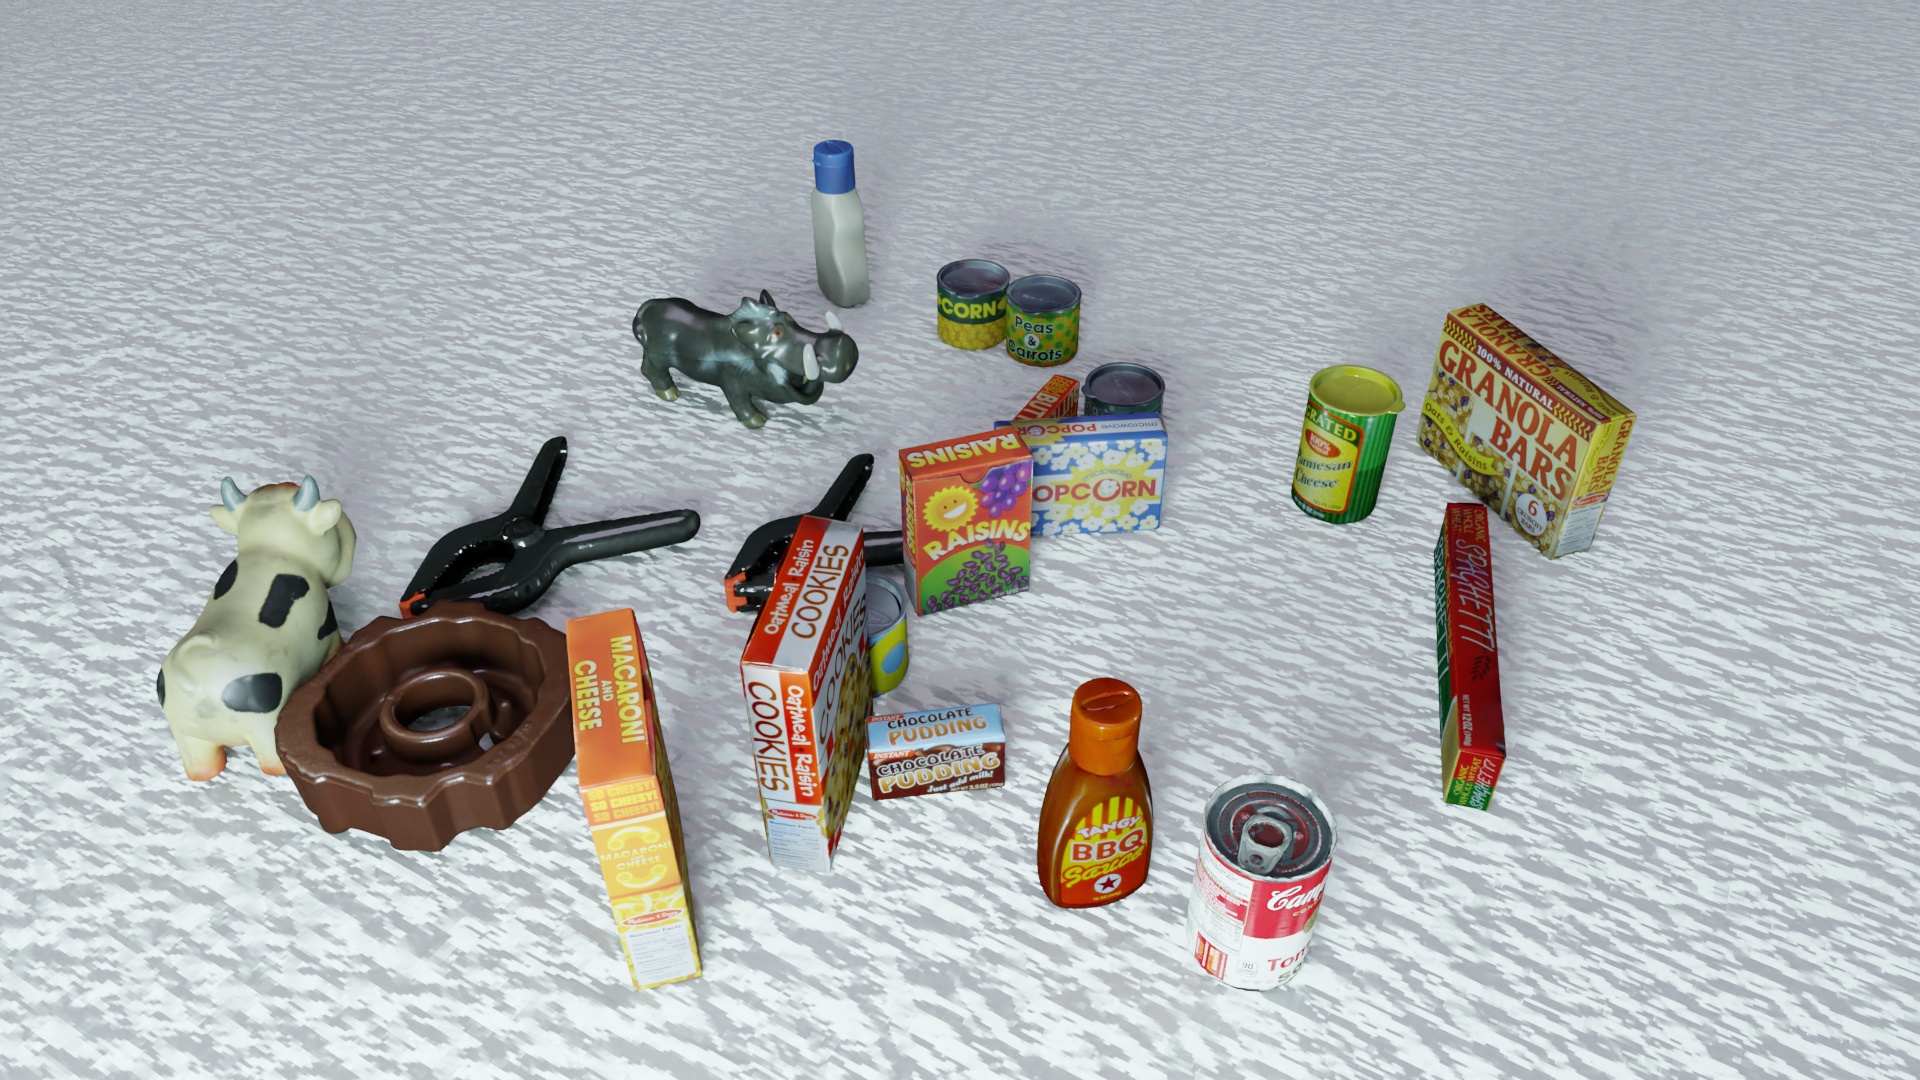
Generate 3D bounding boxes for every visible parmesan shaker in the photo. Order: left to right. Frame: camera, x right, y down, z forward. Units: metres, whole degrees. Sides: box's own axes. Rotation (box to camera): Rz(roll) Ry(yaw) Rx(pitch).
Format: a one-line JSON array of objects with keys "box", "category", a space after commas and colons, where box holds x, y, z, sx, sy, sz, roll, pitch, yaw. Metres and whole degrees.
[{"box": [0.290, -0.070, 1.042, 0.071, 0.102, 0.072, 0, 39, 0], "category": "parmesan shaker"}]

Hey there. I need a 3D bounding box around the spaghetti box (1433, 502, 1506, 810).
[{"box": [0.334, 0.067, 0.917, 0.029, 0.049, 0.251, 8, 40, 11], "category": "spaghetti box"}]

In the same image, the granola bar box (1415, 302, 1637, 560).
[{"box": [0.416, -0.084, 1.041, 0.039, 0.123, 0.166, -15, 41, -17], "category": "granola bar box"}]

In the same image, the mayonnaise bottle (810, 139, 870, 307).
[{"box": [-0.112, -0.293, 1.281, 0.041, 0.147, 0.065, -21, 44, -23], "category": "mayonnaise bottle"}]

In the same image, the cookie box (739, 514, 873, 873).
[{"box": [-0.085, 0.089, 0.801, 0.040, 0.166, 0.123, 6, 40, 8], "category": "cookie box"}]

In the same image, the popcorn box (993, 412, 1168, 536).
[{"box": [0.087, -0.048, 1.031, 0.127, 0.084, 0.038, -3, 39, -4], "category": "popcorn box"}]

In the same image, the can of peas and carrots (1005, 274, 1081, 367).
[{"box": [0.072, -0.193, 1.228, 0.071, 0.058, 0.071, 0, 39, 0], "category": "can of peas and carrots"}]

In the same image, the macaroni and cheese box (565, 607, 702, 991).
[{"box": [-0.173, 0.138, 0.742, 0.040, 0.165, 0.124, -10, 40, -12], "category": "macaroni and cheese box"}]

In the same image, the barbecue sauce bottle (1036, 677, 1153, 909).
[{"box": [0.075, 0.138, 0.755, 0.065, 0.147, 0.044, -11, 40, -12], "category": "barbecue sauce bottle"}]

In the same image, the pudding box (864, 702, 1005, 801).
[{"box": [-0.015, 0.128, 0.845, 0.084, 0.049, 0.030, -5, 40, -6], "category": "pudding box"}]

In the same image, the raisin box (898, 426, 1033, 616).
[{"box": [0.003, -0.012, 0.958, 0.086, 0.122, 0.040, -12, 41, -14], "category": "raisin box"}]

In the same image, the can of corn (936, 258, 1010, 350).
[{"box": [0.011, -0.211, 1.251, 0.071, 0.058, 0.071, 0, 39, 0], "category": "can of corn"}]

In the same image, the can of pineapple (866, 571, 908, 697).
[{"box": [-0.069, 0.064, 0.917, 0.071, 0.057, 0.071, 0, 39, 0], "category": "can of pineapple"}]

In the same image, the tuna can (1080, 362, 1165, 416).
[{"box": [0.134, -0.117, 1.155, 0.071, 0.032, 0.071, 0, 39, 0], "category": "tuna can"}]

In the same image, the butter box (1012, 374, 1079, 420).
[{"box": [0.062, -0.084, 1.100, 0.024, 0.052, 0.104, 19, 43, 22], "category": "butter box"}]
